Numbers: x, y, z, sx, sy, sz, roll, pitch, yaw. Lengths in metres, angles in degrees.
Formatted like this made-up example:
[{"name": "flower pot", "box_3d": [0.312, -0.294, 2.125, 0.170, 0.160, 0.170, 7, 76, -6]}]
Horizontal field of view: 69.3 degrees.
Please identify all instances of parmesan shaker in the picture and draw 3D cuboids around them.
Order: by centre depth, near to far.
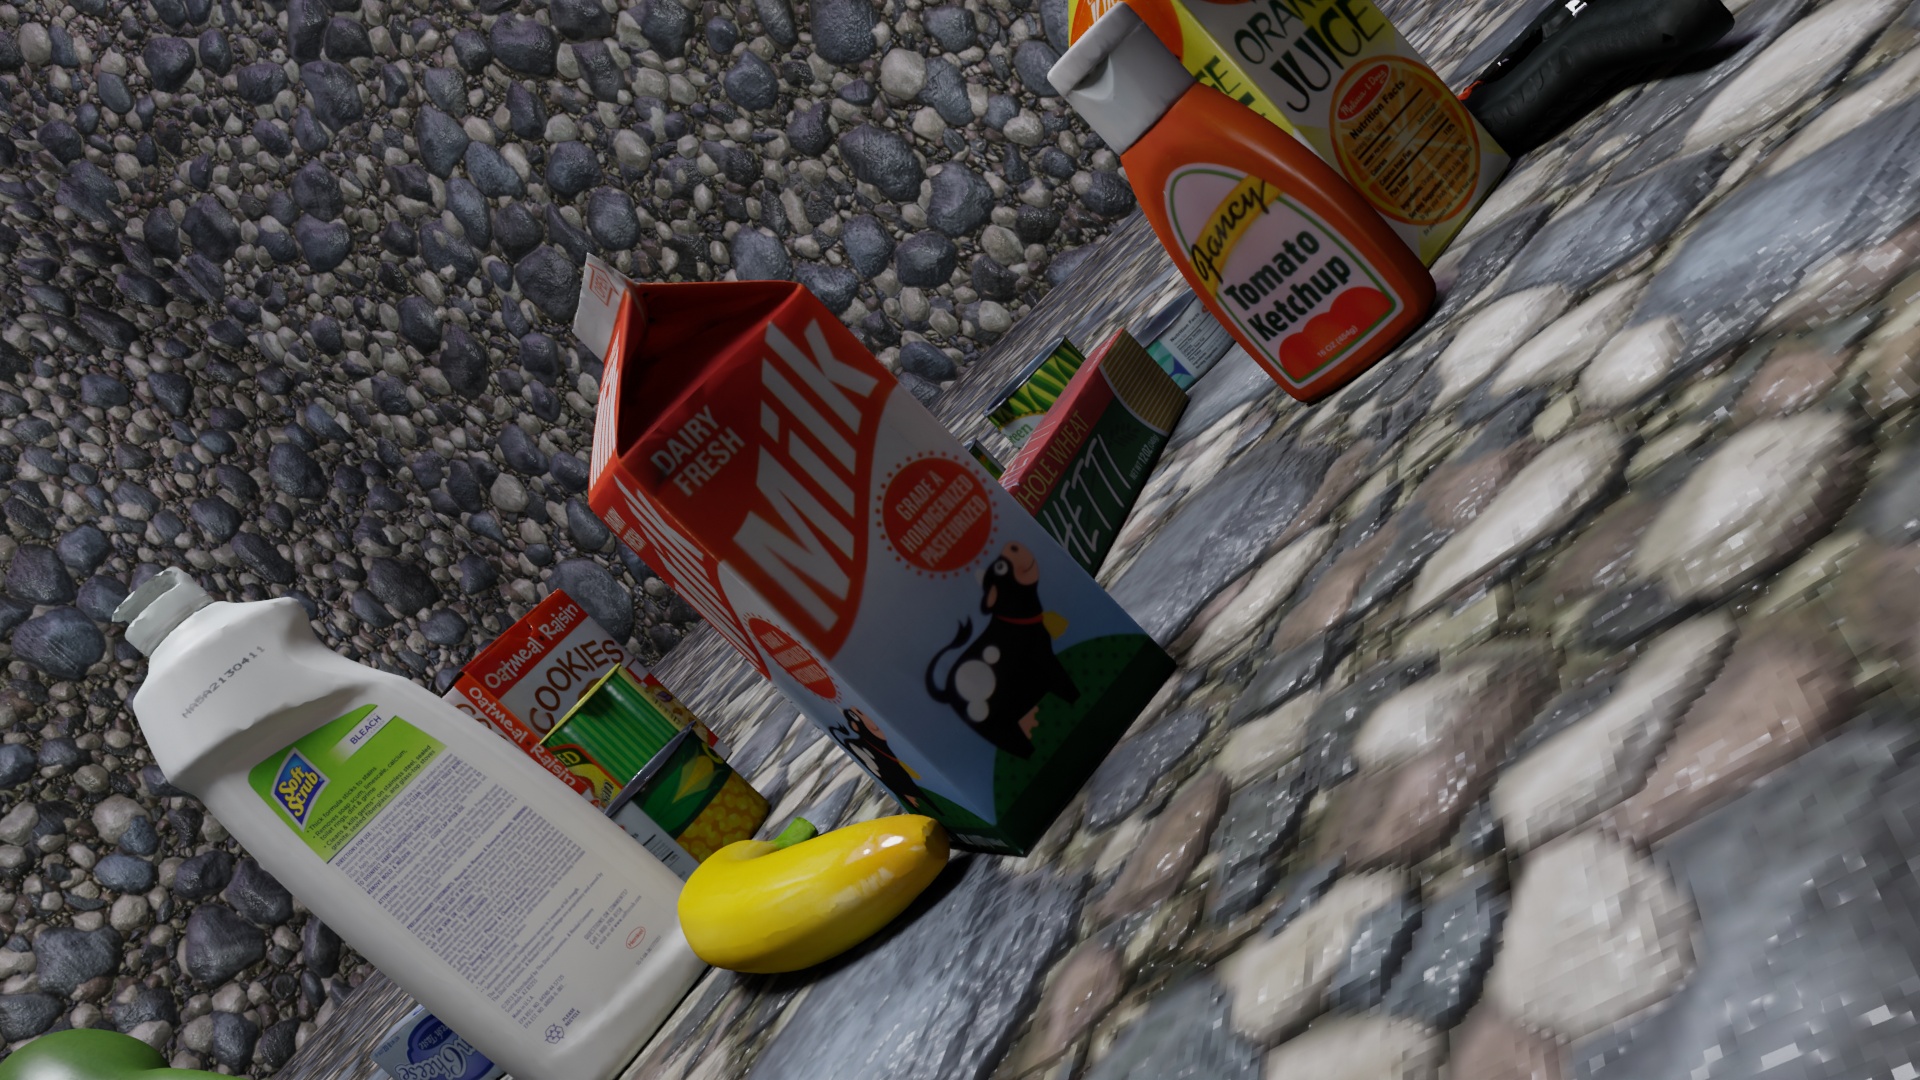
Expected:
[{"name": "parmesan shaker", "box_3d": [-0.191, 0.133, 0.835, 0.071, 0.103, 0.071, -44, 7, 7]}]

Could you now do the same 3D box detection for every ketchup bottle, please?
[{"name": "ketchup bottle", "box_3d": [0.094, -0.120, 0.484, 0.064, 0.148, 0.044, -40, 9, 37]}]

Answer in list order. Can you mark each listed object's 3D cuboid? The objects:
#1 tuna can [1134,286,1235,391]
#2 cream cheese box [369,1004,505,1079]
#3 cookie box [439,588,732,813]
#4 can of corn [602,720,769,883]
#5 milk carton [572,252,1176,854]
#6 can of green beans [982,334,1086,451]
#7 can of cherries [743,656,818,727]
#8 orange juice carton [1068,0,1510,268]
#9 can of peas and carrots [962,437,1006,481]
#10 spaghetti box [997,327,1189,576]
[{"name": "tuna can", "box_3d": [0.113, -0.102, 0.734, 0.071, 0.033, 0.071, -44, 7, 7]}, {"name": "cream cheese box", "box_3d": [-0.250, 0.250, 0.704, 0.103, 0.053, 0.024, -41, 8, 27]}, {"name": "cookie box", "box_3d": [-0.243, 0.123, 0.918, 0.040, 0.167, 0.123, -42, 8, 25]}, {"name": "can of corn", "box_3d": [-0.137, 0.135, 0.697, 0.071, 0.058, 0.071, -44, 7, 7]}, {"name": "milk carton", "box_3d": [-0.039, -0.002, 0.397, 0.074, 0.190, 0.072, -48, 8, -21]}, {"name": "can of green beans", "box_3d": [0.056, -0.076, 0.806, 0.071, 0.058, 0.071, -44, 7, 7]}, {"name": "can of cherries", "box_3d": [-0.076, 0.060, 0.778, 0.071, 0.058, 0.071, -44, 7, 7]}, {"name": "orange juice carton", "box_3d": [0.116, -0.184, 0.549, 0.073, 0.192, 0.071, -48, 8, -21]}, {"name": "can of peas and carrots", "box_3d": [0.003, -0.009, 0.727, 0.071, 0.058, 0.071, -44, 7, 7]}, {"name": "spaghetti box", "box_3d": [0.044, -0.019, 0.589, 0.028, 0.050, 0.251, -40, 9, 37]}]
